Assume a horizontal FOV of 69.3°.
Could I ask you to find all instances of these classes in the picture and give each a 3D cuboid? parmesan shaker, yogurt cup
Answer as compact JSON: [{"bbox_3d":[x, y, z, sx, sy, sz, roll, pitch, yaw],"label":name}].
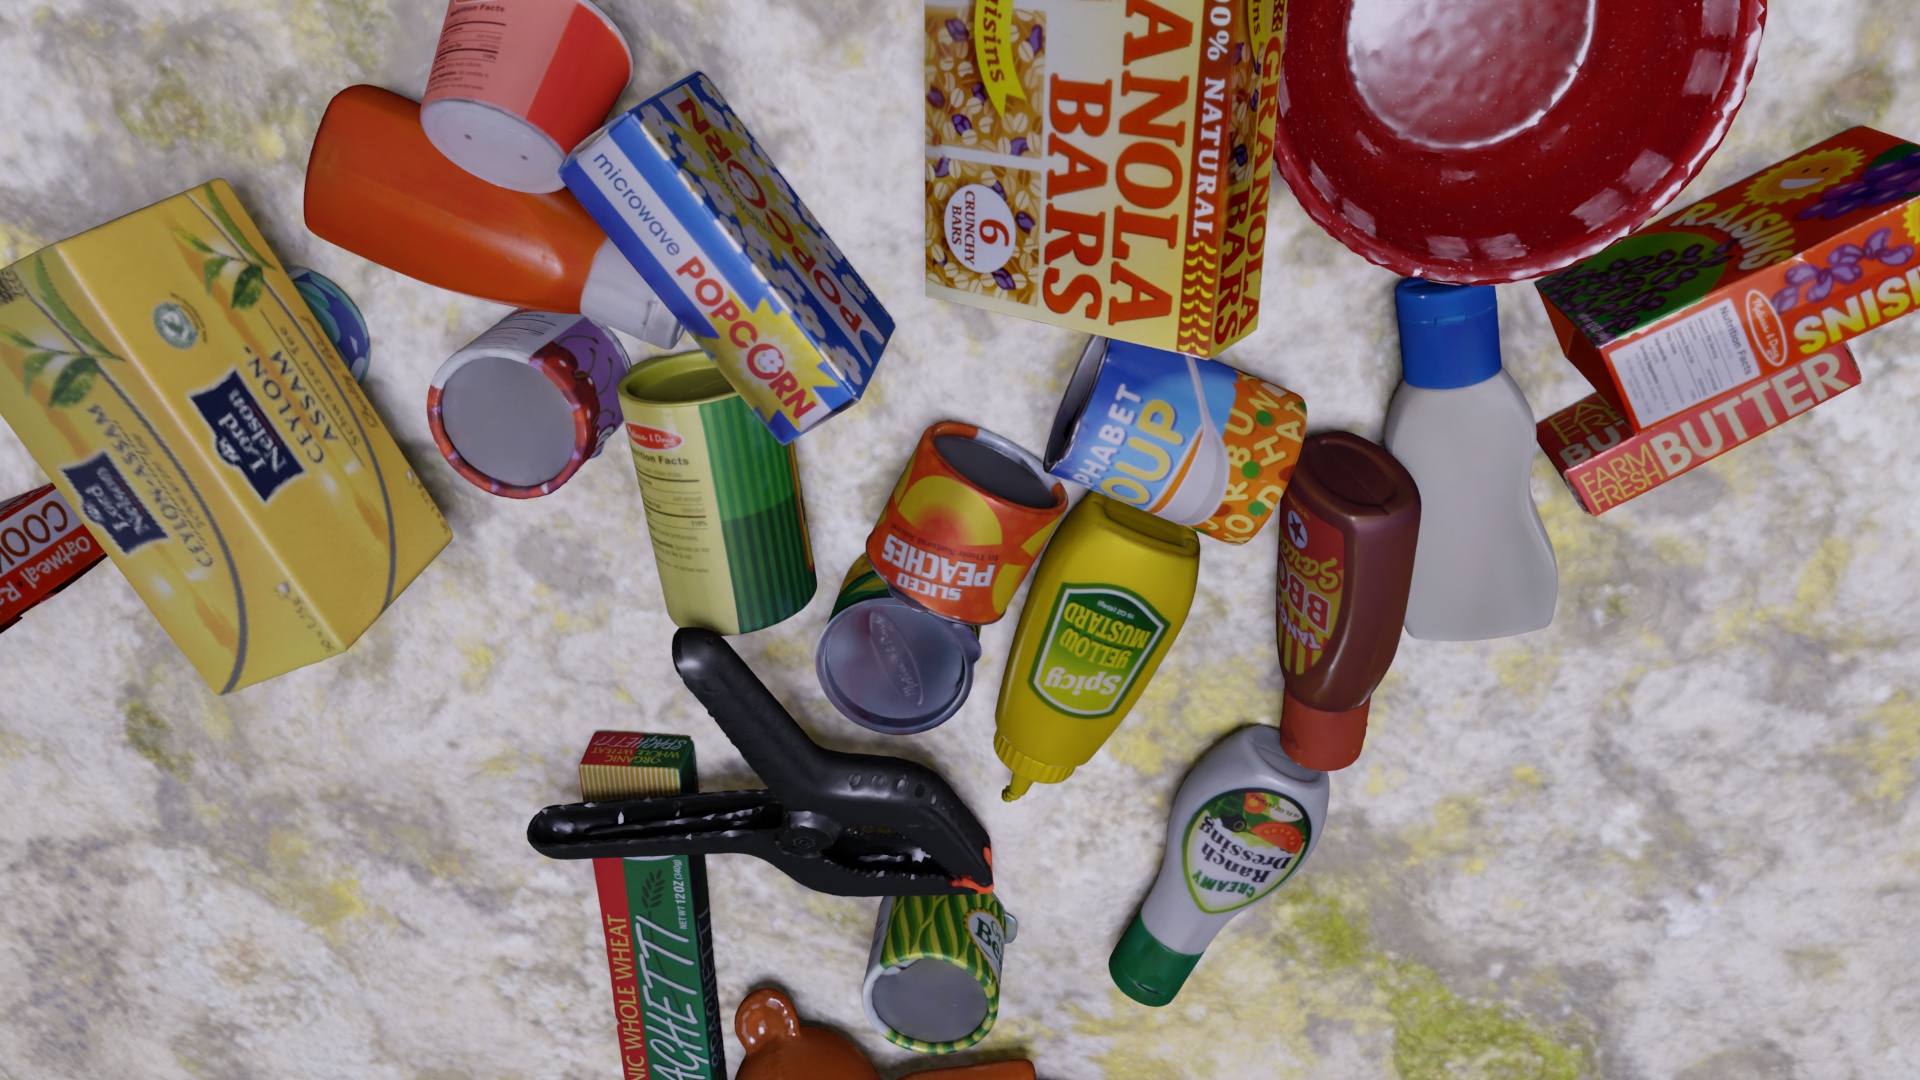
[{"bbox_3d":[-0.100,-0.021,0.576,0.071,0.071,0.102,-3,116,8],"label":"parmesan shaker"},{"bbox_3d":[-0.159,-0.163,0.502,0.072,0.054,0.072,12,160,5],"label":"yogurt cup"}]

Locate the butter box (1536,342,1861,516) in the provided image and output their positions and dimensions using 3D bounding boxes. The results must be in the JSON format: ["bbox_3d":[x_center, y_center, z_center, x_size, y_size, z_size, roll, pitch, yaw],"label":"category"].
[{"bbox_3d":[0.275,-0.051,0.527,0.103,0.053,0.024,-30,107,18],"label":"butter box"}]

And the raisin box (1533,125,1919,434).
[{"bbox_3d":[0.278,-0.093,0.488,0.123,0.086,0.040,-26,109,17],"label":"raisin box"}]

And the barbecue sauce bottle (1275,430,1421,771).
[{"bbox_3d":[0.155,0.032,0.572,0.044,0.065,0.147,-14,128,-10],"label":"barbecue sauce bottle"}]

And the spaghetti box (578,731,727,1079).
[{"bbox_3d":[-0.153,0.210,0.711,0.050,0.029,0.248,2,116,5],"label":"spaghetti box"}]

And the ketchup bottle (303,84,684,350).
[{"bbox_3d":[-0.177,-0.120,0.547,0.149,0.044,0.064,23,117,-5],"label":"ketchup bottle"}]

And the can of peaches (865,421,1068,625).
[{"bbox_3d":[0.002,-0.007,0.567,0.071,0.071,0.057,27,115,-7],"label":"can of peaches"}]

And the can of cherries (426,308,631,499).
[{"bbox_3d":[-0.174,-0.055,0.569,0.071,0.059,0.071,2,115,5],"label":"can of cherries"}]

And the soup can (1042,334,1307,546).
[{"bbox_3d":[0.082,-0.040,0.542,0.084,0.072,0.071,22,116,-5],"label":"soup can"}]

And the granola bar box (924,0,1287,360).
[{"bbox_3d":[0.047,-0.157,0.478,0.124,0.039,0.164,18,121,32],"label":"granola bar box"}]

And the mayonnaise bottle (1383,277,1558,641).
[{"bbox_3d":[0.199,-0.032,0.551,0.065,0.041,0.147,-7,113,16],"label":"mayonnaise bottle"}]

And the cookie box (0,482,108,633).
[{"bbox_3d":[-0.476,0.034,0.609,0.167,0.123,0.040,-17,114,14],"label":"cookie box"}]

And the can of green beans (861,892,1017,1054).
[{"bbox_3d":[-0.012,0.206,0.678,0.071,0.058,0.071,2,116,5],"label":"can of green beans"}]

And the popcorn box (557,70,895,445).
[{"bbox_3d":[-0.082,-0.107,0.520,0.038,0.085,0.126,-32,109,20],"label":"popcorn box"}]

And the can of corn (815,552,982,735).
[{"bbox_3d":[-0.022,0.040,0.599,0.071,0.058,0.070,2,116,5],"label":"can of corn"}]

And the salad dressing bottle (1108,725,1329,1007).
[{"bbox_3d":[0.117,0.155,0.647,0.064,0.044,0.147,23,116,-4],"label":"salad dressing bottle"}]

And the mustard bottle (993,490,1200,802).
[{"bbox_3d":[0.050,0.057,0.605,0.065,0.049,0.159,20,116,-2],"label":"mustard bottle"}]

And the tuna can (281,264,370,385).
[{"bbox_3d":[-0.285,-0.079,0.584,0.071,0.033,0.070,2,116,5],"label":"tuna can"}]
